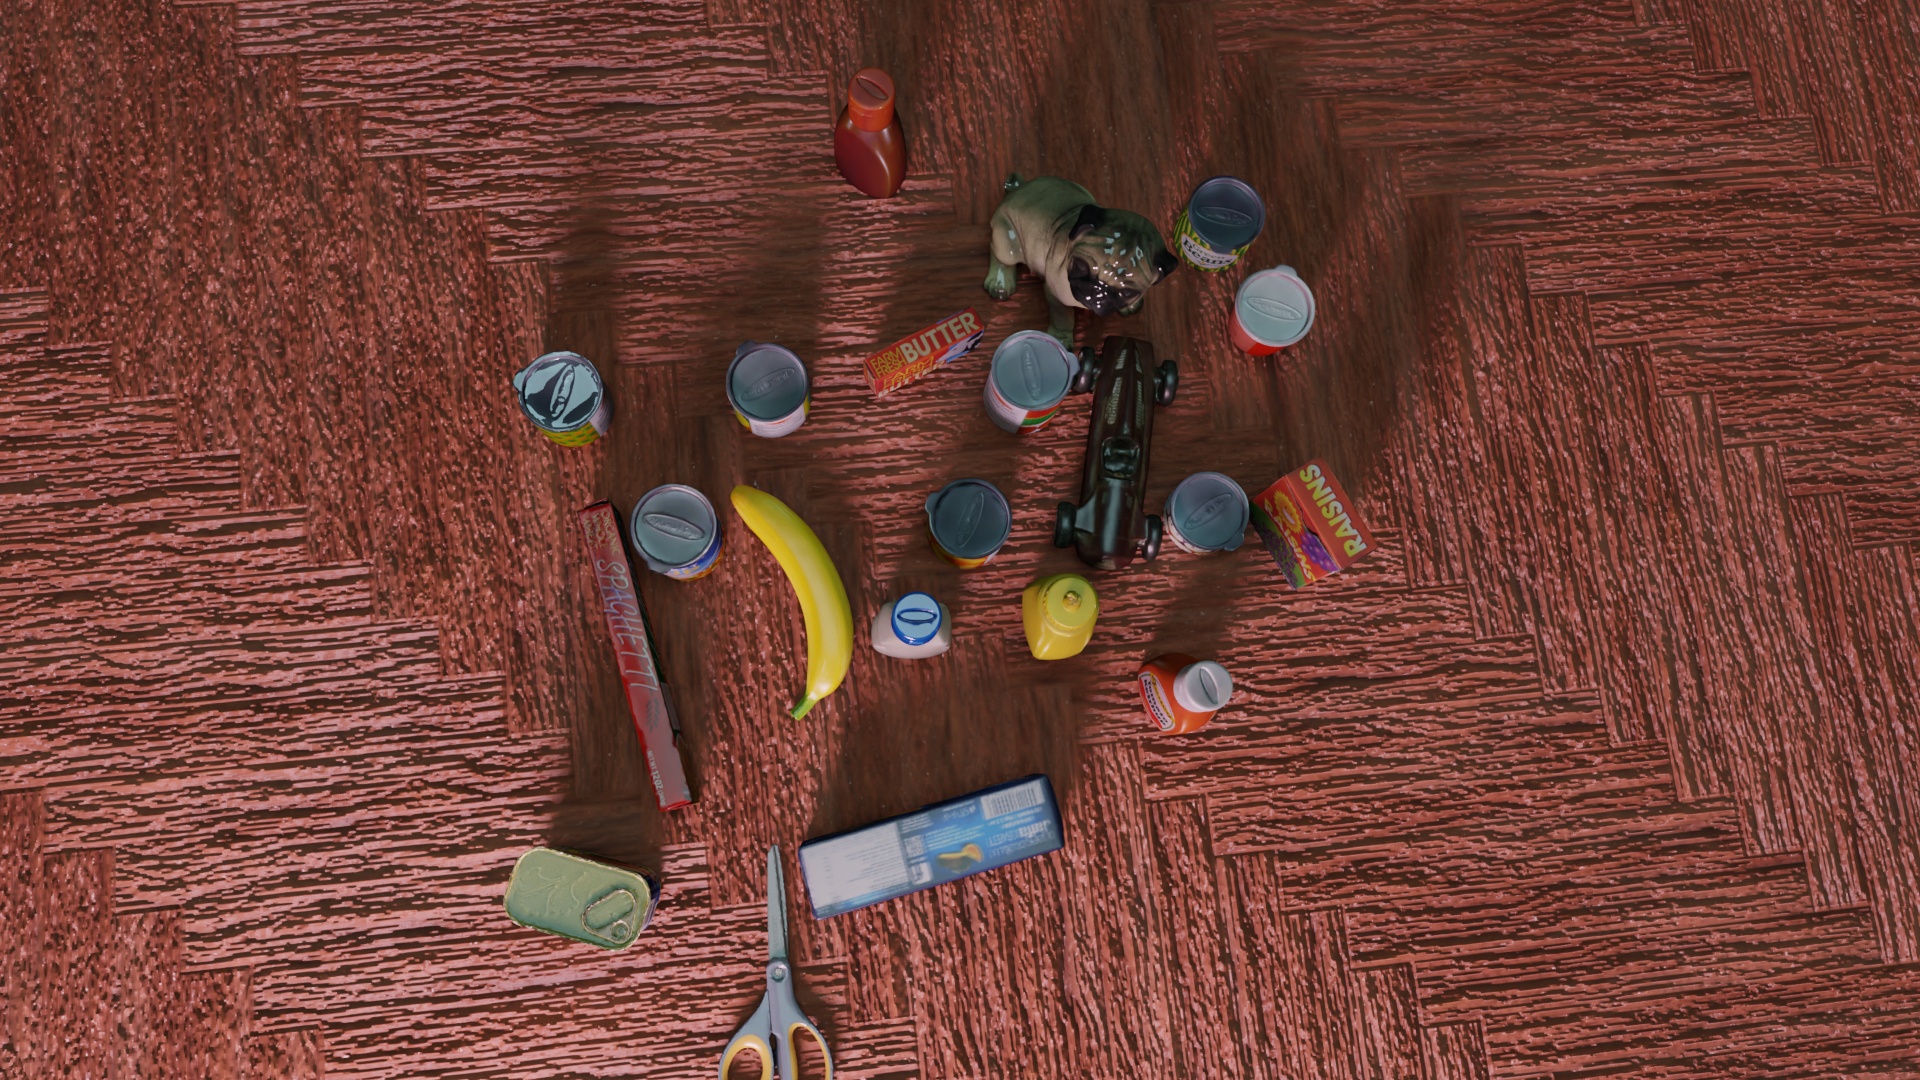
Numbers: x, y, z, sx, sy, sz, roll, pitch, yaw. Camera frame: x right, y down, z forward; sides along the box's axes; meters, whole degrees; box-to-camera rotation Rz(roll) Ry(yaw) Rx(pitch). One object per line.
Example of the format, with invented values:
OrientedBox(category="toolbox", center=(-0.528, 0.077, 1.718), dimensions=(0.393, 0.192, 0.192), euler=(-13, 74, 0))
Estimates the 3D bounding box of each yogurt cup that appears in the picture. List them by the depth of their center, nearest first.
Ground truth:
OrientedBox(category="yogurt cup", center=(0.261, -0.191, 1.182), dimensions=(0.072, 0.054, 0.072), euler=(1, 80, -4))

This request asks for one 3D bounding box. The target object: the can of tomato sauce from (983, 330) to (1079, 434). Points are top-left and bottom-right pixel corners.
OrientedBox(category="can of tomato sauce", center=(0.056, -0.129, 1.141), dimensions=(0.071, 0.083, 0.071), euler=(1, 80, -4))

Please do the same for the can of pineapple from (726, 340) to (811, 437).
OrientedBox(category="can of pineapple", center=(-0.156, -0.124, 1.137), dimensions=(0.071, 0.057, 0.071), euler=(1, 80, -4))

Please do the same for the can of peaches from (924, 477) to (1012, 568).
OrientedBox(category="can of peaches", center=(0.004, -0.014, 1.129), dimensions=(0.071, 0.058, 0.071), euler=(1, 80, -4))

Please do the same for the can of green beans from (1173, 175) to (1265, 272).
OrientedBox(category="can of green beans", center=(0.221, -0.271, 1.192), dimensions=(0.071, 0.057, 0.071), euler=(1, 80, -4))

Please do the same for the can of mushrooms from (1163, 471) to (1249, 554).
OrientedBox(category="can of mushrooms", center=(0.205, -0.020, 1.158), dimensions=(0.071, 0.033, 0.071), euler=(1, 80, -4))

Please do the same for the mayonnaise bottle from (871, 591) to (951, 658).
OrientedBox(category="mayonnaise bottle", center=(-0.036, 0.066, 1.066), dimensions=(0.065, 0.148, 0.041), euler=(1, 80, -4))

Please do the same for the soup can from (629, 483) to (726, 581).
OrientedBox(category="soup can", center=(-0.223, -0.002, 1.097), dimensions=(0.071, 0.083, 0.071), euler=(1, 80, -4))

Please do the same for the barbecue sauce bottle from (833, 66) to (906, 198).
OrientedBox(category="barbecue sauce bottle", center=(-0.073, -0.334, 1.135), dimensions=(0.065, 0.148, 0.044), euler=(37, 80, 2))

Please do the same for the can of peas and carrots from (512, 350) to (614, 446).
OrientedBox(category="can of peas and carrots", center=(-0.320, -0.114, 1.122), dimensions=(0.071, 0.058, 0.071), euler=(1, 80, -4))

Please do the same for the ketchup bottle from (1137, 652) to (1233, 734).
OrientedBox(category="ketchup bottle", center=(0.175, 0.116, 1.072), dimensions=(0.043, 0.148, 0.065), euler=(-22, 83, -7))

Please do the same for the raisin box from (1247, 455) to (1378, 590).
OrientedBox(category="raisin box", center=(0.278, -0.012, 1.116), dimensions=(0.040, 0.123, 0.086), euler=(-28, 83, -8))

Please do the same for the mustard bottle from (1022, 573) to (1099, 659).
OrientedBox(category="mustard bottle", center=(0.079, 0.055, 1.070), dimensions=(0.049, 0.160, 0.065), euler=(-9, 81, -6))

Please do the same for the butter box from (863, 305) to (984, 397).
OrientedBox(category="butter box", center=(-0.031, -0.156, 1.155), dimensions=(0.104, 0.053, 0.024), euler=(-27, 83, -8))

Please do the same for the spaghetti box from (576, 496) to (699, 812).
OrientedBox(category="spaghetti box", center=(-0.254, 0.090, 1.095), dimensions=(0.029, 0.050, 0.250), euler=(-17, 81, -7))
